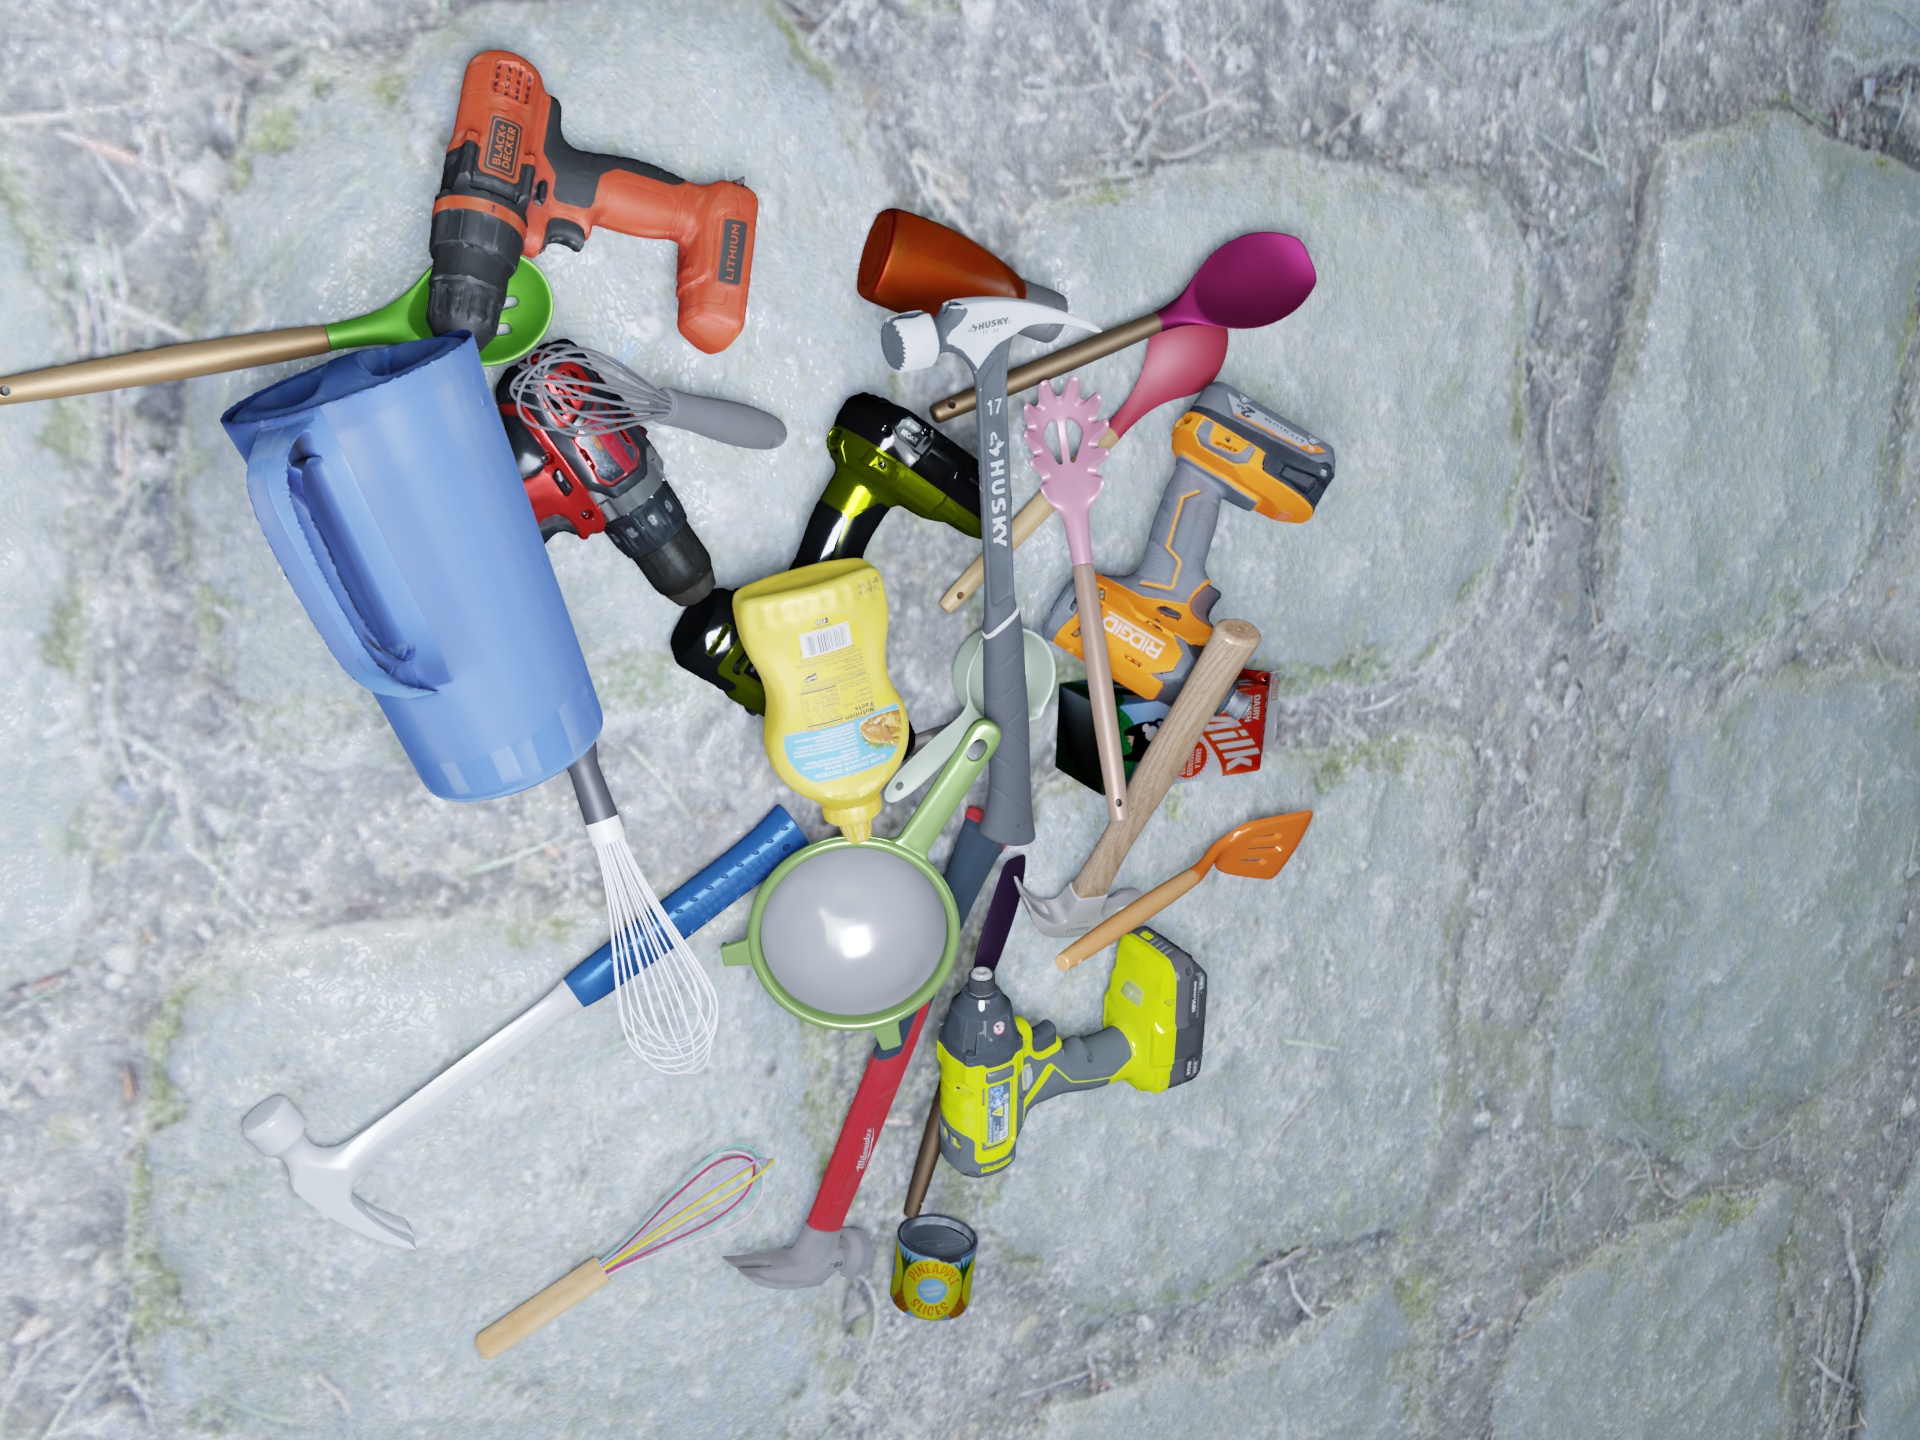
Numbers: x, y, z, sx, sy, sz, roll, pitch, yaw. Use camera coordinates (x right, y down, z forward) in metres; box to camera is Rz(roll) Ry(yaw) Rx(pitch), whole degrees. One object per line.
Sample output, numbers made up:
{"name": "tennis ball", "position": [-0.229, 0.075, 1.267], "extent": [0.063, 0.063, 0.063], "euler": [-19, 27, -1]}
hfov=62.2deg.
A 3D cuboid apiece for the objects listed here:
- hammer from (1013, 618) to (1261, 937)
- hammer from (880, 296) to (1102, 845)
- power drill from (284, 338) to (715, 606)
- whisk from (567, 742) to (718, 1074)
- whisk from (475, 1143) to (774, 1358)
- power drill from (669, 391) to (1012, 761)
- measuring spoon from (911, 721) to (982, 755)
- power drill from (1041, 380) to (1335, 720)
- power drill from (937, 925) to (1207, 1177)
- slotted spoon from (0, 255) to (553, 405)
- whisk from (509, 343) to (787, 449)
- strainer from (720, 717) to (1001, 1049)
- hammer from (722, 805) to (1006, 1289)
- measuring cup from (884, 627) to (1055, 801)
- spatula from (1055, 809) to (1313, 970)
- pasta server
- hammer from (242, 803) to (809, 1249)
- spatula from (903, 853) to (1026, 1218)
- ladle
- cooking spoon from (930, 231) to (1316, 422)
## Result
{"name": "hammer", "position": [0.135, 0.054, 1.182], "extent": [0.130, 0.031, 0.331], "euler": [-5, 138, -30]}
{"name": "hammer", "position": [0.030, -0.089, 1.095], "extent": [0.149, 0.036, 0.408], "euler": [-19, 123, -26]}
{"name": "power drill", "position": [-0.276, -0.101, 0.989], "extent": [0.227, 0.080, 0.187], "euler": [-41, 120, -15]}
{"name": "whisk", "position": [-0.226, 0.104, 1.058], "extent": [0.070, 0.070, 0.284], "euler": [-20, 95, -22]}
{"name": "whisk", "position": [-0.244, 0.390, 1.169], "extent": [0.245, 0.047, 0.051], "euler": [-31, 118, -13]}
{"name": "power drill", "position": [-0.066, -0.090, 1.102], "extent": [0.190, 0.080, 0.228], "euler": [32, 91, -31]}
{"name": "measuring spoon", "position": [-0.019, 0.017, 1.191], "extent": [0.124, 0.018, 0.034], "euler": [-15, 111, -24]}
{"name": "power drill", "position": [0.186, -0.118, 1.187], "extent": [0.164, 0.084, 0.226], "euler": [32, 85, 4]}
{"name": "power drill", "position": [0.085, 0.250, 1.263], "extent": [0.223, 0.080, 0.171], "euler": [-13, 117, -30]}
{"name": "slotted spoon", "position": [-0.393, -0.219, 0.918], "extent": [0.313, 0.031, 0.070], "euler": [-17, 105, -21]}
{"name": "whisk", "position": [-0.182, -0.190, 0.976], "extent": [0.239, 0.055, 0.055], "euler": [-1, 108, -59]}
{"name": "strainer", "position": [-0.050, 0.100, 1.144], "extent": [0.151, 0.069, 0.256], "euler": [31, 100, -14]}
{"name": "hammer", "position": [-0.059, 0.247, 1.207], "extent": [0.143, 0.038, 0.386], "euler": [19, 93, -53]}
{"name": "measuring cup", "position": [-0.002, -0.004, 1.182], "extent": [0.167, 0.038, 0.083], "euler": [-44, 119, -10]}
{"name": "spatula", "position": [0.178, 0.138, 1.261], "extent": [0.322, 0.041, 0.081], "euler": [-23, 144, -48]}
{"name": "pasta server", "position": [0.091, -0.085, 1.132], "extent": [0.060, 0.040, 0.316], "euler": [-8, 86, 0]}
{"name": "hammer", "position": [-0.273, 0.199, 1.099], "extent": [0.405, 0.035, 0.144], "euler": [-37, 118, -14]}
{"name": "spatula", "position": [0.003, 0.254, 1.267], "extent": [0.059, 0.018, 0.316], "euler": [-7, 115, -64]}
{"name": "ladle", "position": [0.094, -0.197, 1.184], "extent": [0.315, 0.031, 0.069], "euler": [-47, 113, -6]}
{"name": "cooking spoon", "position": [0.121, -0.281, 1.159], "extent": [0.319, 0.017, 0.069], "euler": [-25, 93, -13]}
